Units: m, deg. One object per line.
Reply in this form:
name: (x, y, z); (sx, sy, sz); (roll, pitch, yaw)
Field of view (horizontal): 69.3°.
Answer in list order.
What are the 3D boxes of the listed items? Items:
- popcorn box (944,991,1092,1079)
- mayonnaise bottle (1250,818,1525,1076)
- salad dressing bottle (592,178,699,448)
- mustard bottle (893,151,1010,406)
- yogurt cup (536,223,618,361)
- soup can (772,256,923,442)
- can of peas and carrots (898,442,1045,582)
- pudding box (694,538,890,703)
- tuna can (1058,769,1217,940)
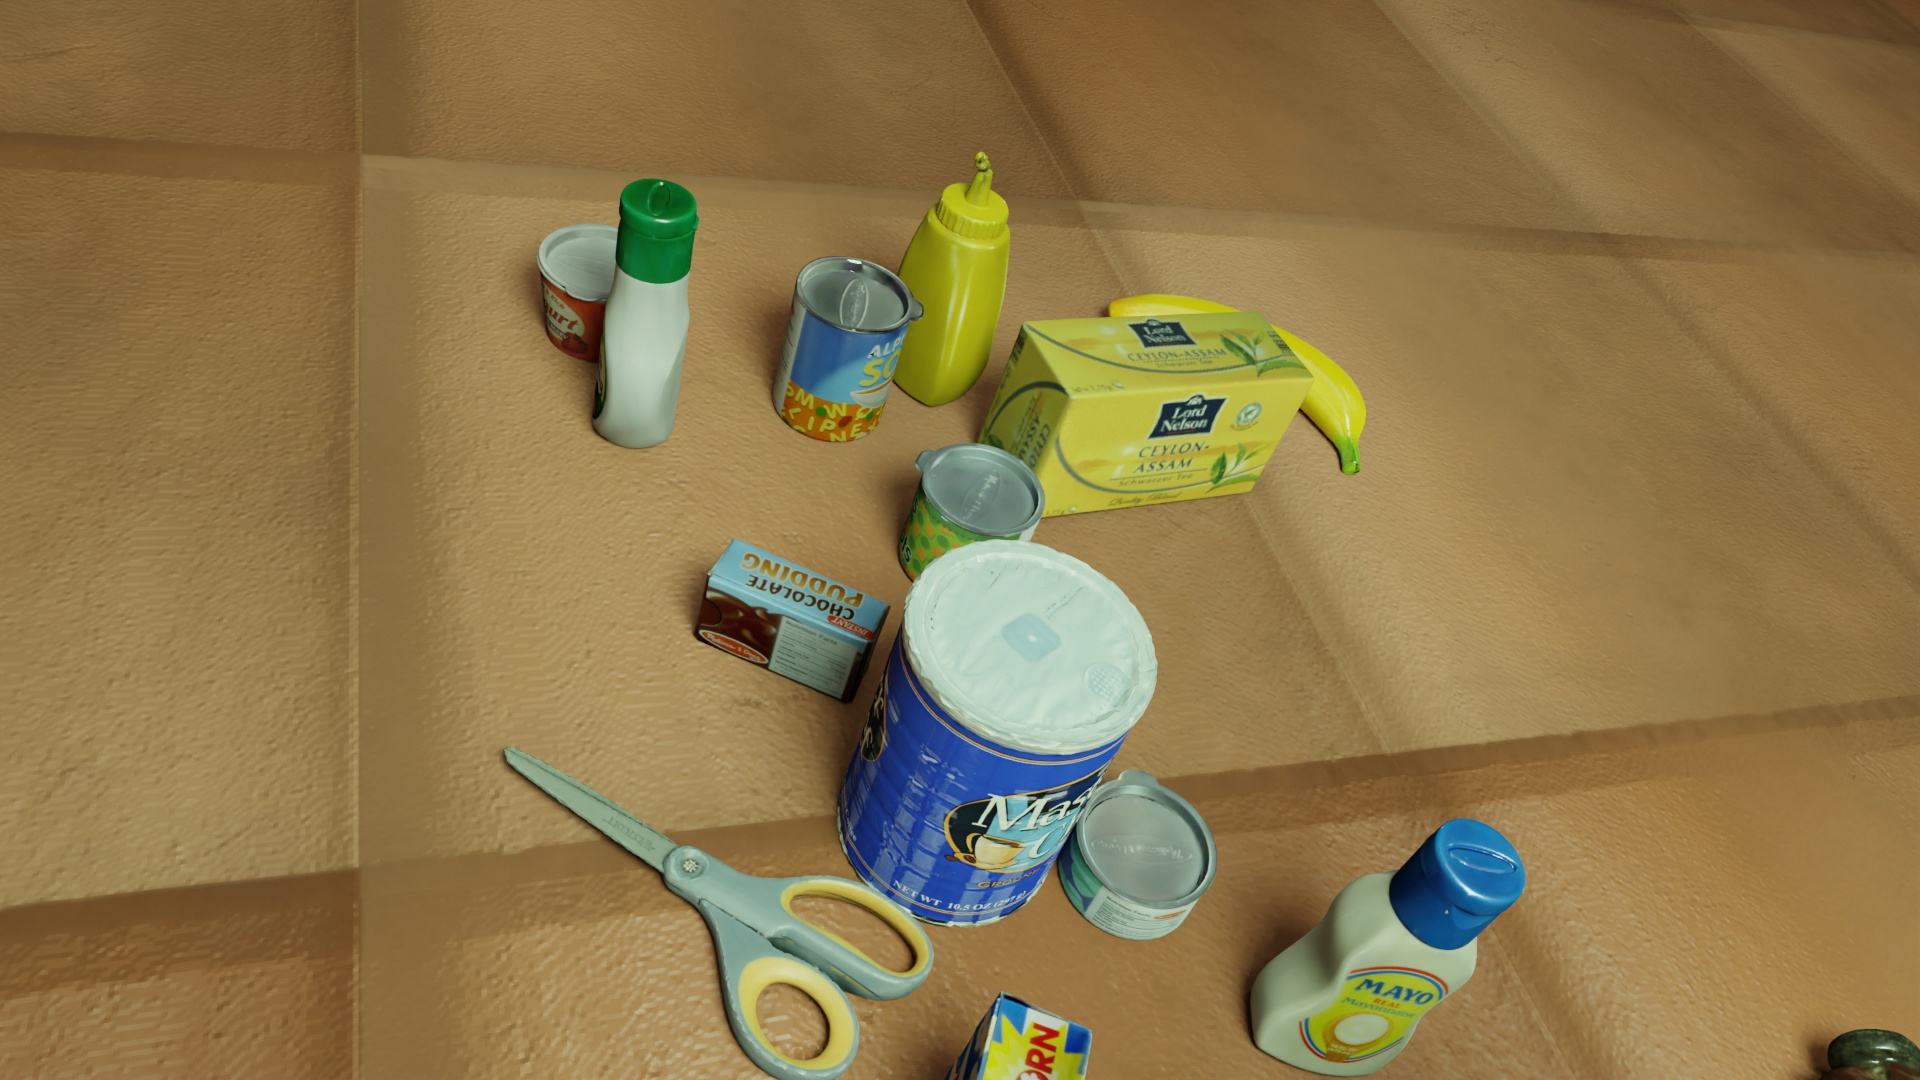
popcorn box: (0.005, 0.235, 0.476); (0.038, 0.084, 0.127); (20, 44, 0)
mayonnaise bottle: (0.172, 0.166, 0.559); (0.065, 0.147, 0.041); (15, 44, -6)
salad dressing bottle: (-0.161, -0.114, 0.711); (0.044, 0.146, 0.064); (10, 45, -11)
mustard bottle: (-0.003, -0.152, 0.797); (0.049, 0.159, 0.065); (-26, 60, -37)
yogurt cup: (-0.205, -0.138, 0.786); (0.072, 0.053, 0.073); (10, 45, -10)
soup can: (-0.065, -0.106, 0.784); (0.071, 0.083, 0.072); (10, 45, -10)
can of peas and carrots: (0.003, -0.009, 0.732); (0.071, 0.058, 0.071); (10, 45, -10)
pudding box: (-0.081, 0.038, 0.662); (0.084, 0.049, 0.030); (23, 44, 2)
tuna can: (0.079, 0.142, 0.631); (0.071, 0.032, 0.071); (10, 45, -10)
